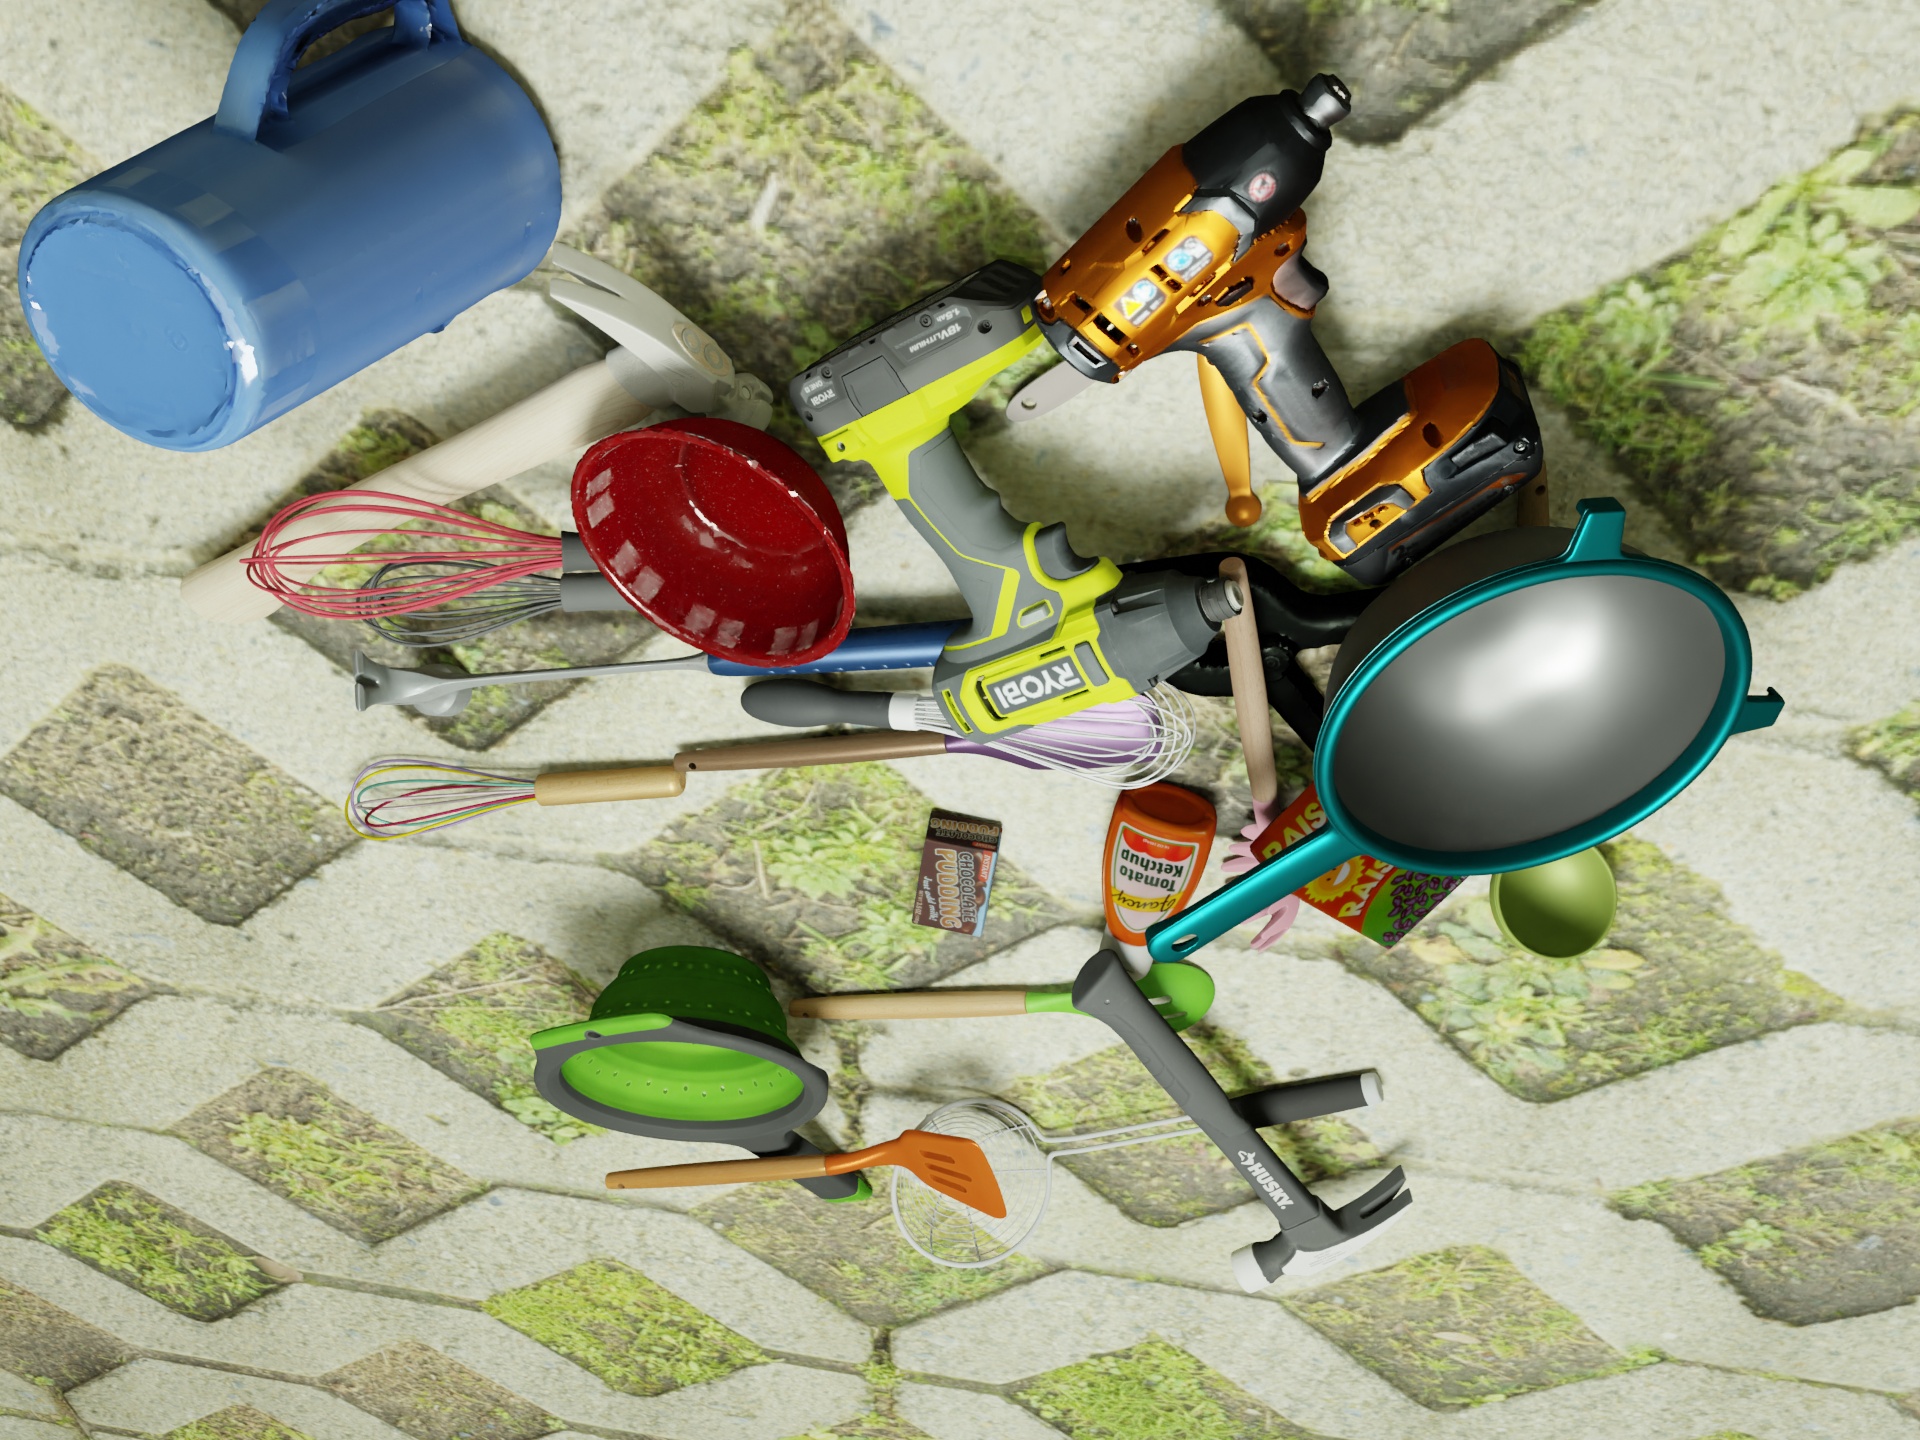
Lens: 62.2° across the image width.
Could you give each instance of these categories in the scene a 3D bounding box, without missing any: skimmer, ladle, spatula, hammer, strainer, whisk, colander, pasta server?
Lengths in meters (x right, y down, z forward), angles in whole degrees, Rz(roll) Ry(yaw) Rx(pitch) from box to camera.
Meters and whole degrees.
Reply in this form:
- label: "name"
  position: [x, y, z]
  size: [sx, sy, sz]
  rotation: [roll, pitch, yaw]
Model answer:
- label: "skimmer"
  position: [0.125, 0.315, 1.162]
  size: [0.363, 0.090, 0.127]
  rotation: [-17, 93, 22]
- label: "ladle"
  position: [0.328, 0.003, 0.885]
  size: [0.078, 0.062, 0.319]
  rotation: [-21, 124, -10]
- label: "spatula"
  position: [-0.033, 0.013, 0.994]
  size: [0.316, 0.018, 0.059]
  rotation: [-5, 117, 15]
- label: "hammer"
  position: [-0.157, -0.033, 0.933]
  size: [0.405, 0.144, 0.035]
  rotation: [-4, 89, 8]
- label: "strainer"
  position: [0.225, 0.011, 0.824]
  size: [0.340, 0.095, 0.210]
  rotation: [-37, 128, 26]
- label: "spatula"
  position: [-0.123, 0.339, 1.182]
  size: [0.322, 0.041, 0.081]
  rotation: [-9, 121, 17]
- label: "whisk"
  position: [-0.001, -0.004, 0.946]
  size: [0.284, 0.070, 0.070]
  rotation: [5, 130, 19]
- label: "whisk"
  position: [-0.229, -0.073, 0.926]
  size: [0.239, 0.055, 0.055]
  rotation: [-3, 130, -3]
- label: "hammer"
  position: [-0.308, -0.137, 0.888]
  size: [0.410, 0.038, 0.146]
  rotation: [-18, 151, 28]
- label: "hammer"
  position: [0.183, 0.271, 1.094]
  size: [0.146, 0.035, 0.334]
  rotation: [-30, 118, 17]
- label: "colander"
  position: [-0.162, 0.266, 1.199]
  size: [0.204, 0.095, 0.396]
  rotation: [-13, 143, 19]
- label: "pasta server"
  position: [0.165, 0.028, 0.914]
  size: [0.040, 0.060, 0.315]
  rotation: [-22, 136, -3]
- label: "whisk"
  position: [-0.302, 0.052, 1.069]
  size: [0.245, 0.047, 0.051]
  rotation: [-4, 127, 11]
- label: "whisk"
  position: [-0.240, -0.093, 0.881]
  size: [0.295, 0.073, 0.073]
  rotation: [-3, 132, -13]

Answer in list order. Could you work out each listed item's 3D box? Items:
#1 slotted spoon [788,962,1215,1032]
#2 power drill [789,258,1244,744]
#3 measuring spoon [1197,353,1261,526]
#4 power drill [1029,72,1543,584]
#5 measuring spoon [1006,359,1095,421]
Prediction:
- label: "slotted spoon"
  position: [0.023, 0.204, 1.135]
  size: [0.314, 0.031, 0.070]
  rotation: [-4, 129, 17]
- label: "power drill"
  position: [0.028, -0.107, 0.806]
  size: [0.171, 0.080, 0.223]
  rotation: [-20, 110, 31]
- label: "measuring spoon"
  position: [0.139, -0.149, 0.826]
  size: [0.021, 0.011, 0.116]
  rotation: [-6, 127, 17]
- label: "power drill"
  position: [0.167, -0.179, 0.737]
  size: [0.226, 0.084, 0.164]
  rotation: [34, 127, -23]
- label: "measuring spoon"
  position: [0.069, -0.188, 0.810]
  size: [0.034, 0.018, 0.124]
  rotation: [36, 134, -29]
